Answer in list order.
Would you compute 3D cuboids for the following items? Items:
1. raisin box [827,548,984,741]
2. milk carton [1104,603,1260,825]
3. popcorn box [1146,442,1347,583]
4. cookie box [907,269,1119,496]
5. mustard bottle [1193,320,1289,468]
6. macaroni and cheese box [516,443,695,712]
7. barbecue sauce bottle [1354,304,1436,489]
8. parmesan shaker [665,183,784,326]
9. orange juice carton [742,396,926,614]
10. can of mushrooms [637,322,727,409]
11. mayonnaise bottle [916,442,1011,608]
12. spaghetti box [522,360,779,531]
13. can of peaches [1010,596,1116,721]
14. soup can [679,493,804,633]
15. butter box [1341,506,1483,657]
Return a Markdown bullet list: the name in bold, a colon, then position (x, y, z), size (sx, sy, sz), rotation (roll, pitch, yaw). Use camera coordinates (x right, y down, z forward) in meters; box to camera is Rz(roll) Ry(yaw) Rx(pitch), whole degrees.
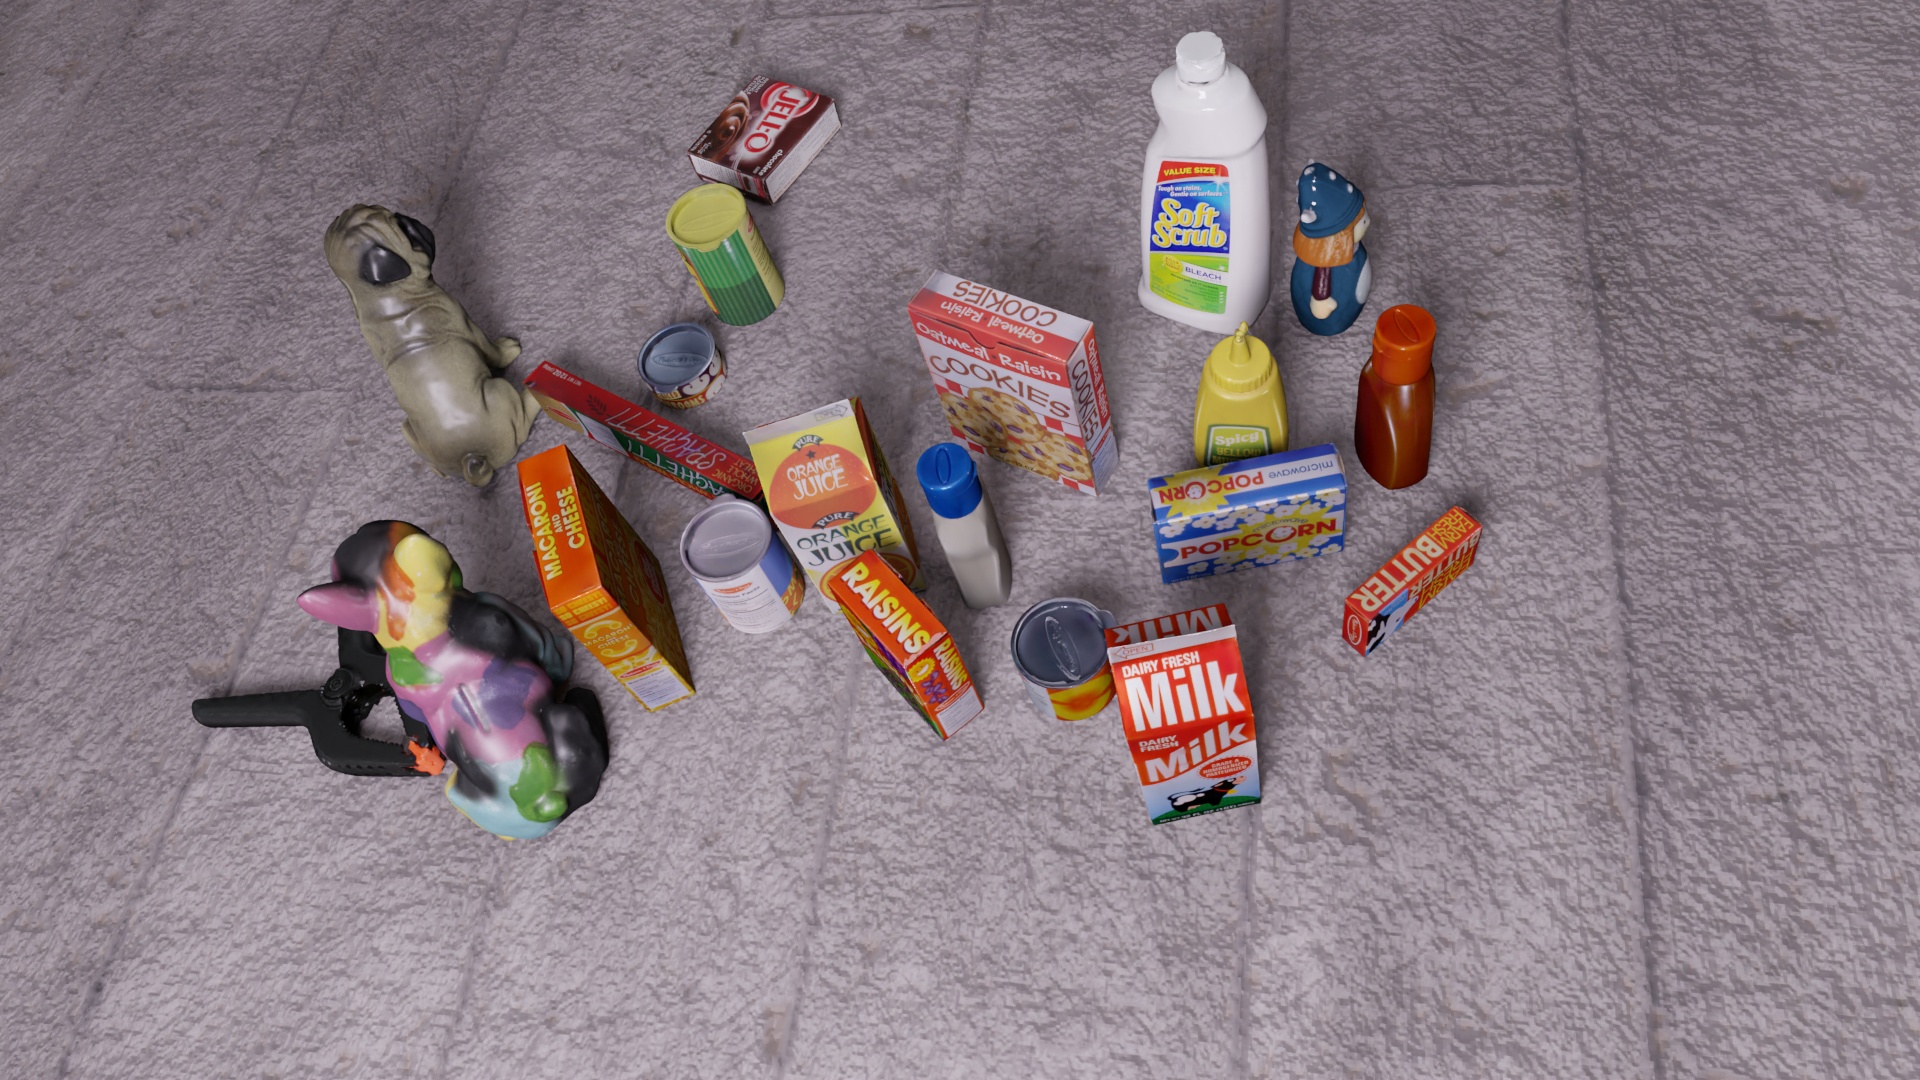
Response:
- **raisin box**: position (-0.034, 0.070, 0.910), size (0.040, 0.123, 0.086), rotation (-39, 60, -10)
- **milk carton**: position (0.131, 0.098, 0.816), size (0.072, 0.189, 0.074), rotation (-12, 59, 6)
- **popcorn box**: position (0.192, -0.016, 0.931), size (0.127, 0.085, 0.038), rotation (-11, 59, 7)
- **cookie box**: position (0.040, -0.106, 0.970), size (0.123, 0.166, 0.040), rotation (23, 68, 24)
- **mustard bottle**: position (0.187, -0.093, 0.933), size (0.065, 0.159, 0.049), rotation (2, 61, 14)
- **macaroni and cheese box**: position (-0.242, 0.030, 0.955), size (0.040, 0.165, 0.124), rotation (-23, 58, -1)
- **barbecue sauce bottle**: position (0.289, -0.096, 0.919), size (0.044, 0.148, 0.065), rotation (-20, 58, 1)
- **parmesan shaker**: position (-0.190, -0.229, 1.132), size (0.071, 0.102, 0.071), rotation (-6, 59, 10)
- **orange juice carton**: position (-0.083, -0.030, 0.939), size (0.072, 0.192, 0.073), rotation (-16, 58, 4)
- **can of mushrooms**: position (-0.227, -0.140, 1.129), size (0.071, 0.033, 0.071), rotation (-6, 59, 10)
- **mayonnaise bottle**: position (0.003, -0.012, 0.934), size (0.041, 0.147, 0.065), rotation (-10, 59, 7)
- **spaghetti box**: position (-0.237, -0.075, 1.084), size (0.250, 0.050, 0.029), rotation (26, 69, 25)
- **can of peaches**: position (0.073, 0.078, 0.919), size (0.071, 0.057, 0.071), rotation (-6, 59, 10)
- **soup can**: position (-0.154, 0.017, 0.991), size (0.071, 0.083, 0.071), rotation (-6, 59, 10)
- **butter box**: position (0.292, 0.026, 0.902), size (0.104, 0.053, 0.024), rotation (-38, 59, -10)
